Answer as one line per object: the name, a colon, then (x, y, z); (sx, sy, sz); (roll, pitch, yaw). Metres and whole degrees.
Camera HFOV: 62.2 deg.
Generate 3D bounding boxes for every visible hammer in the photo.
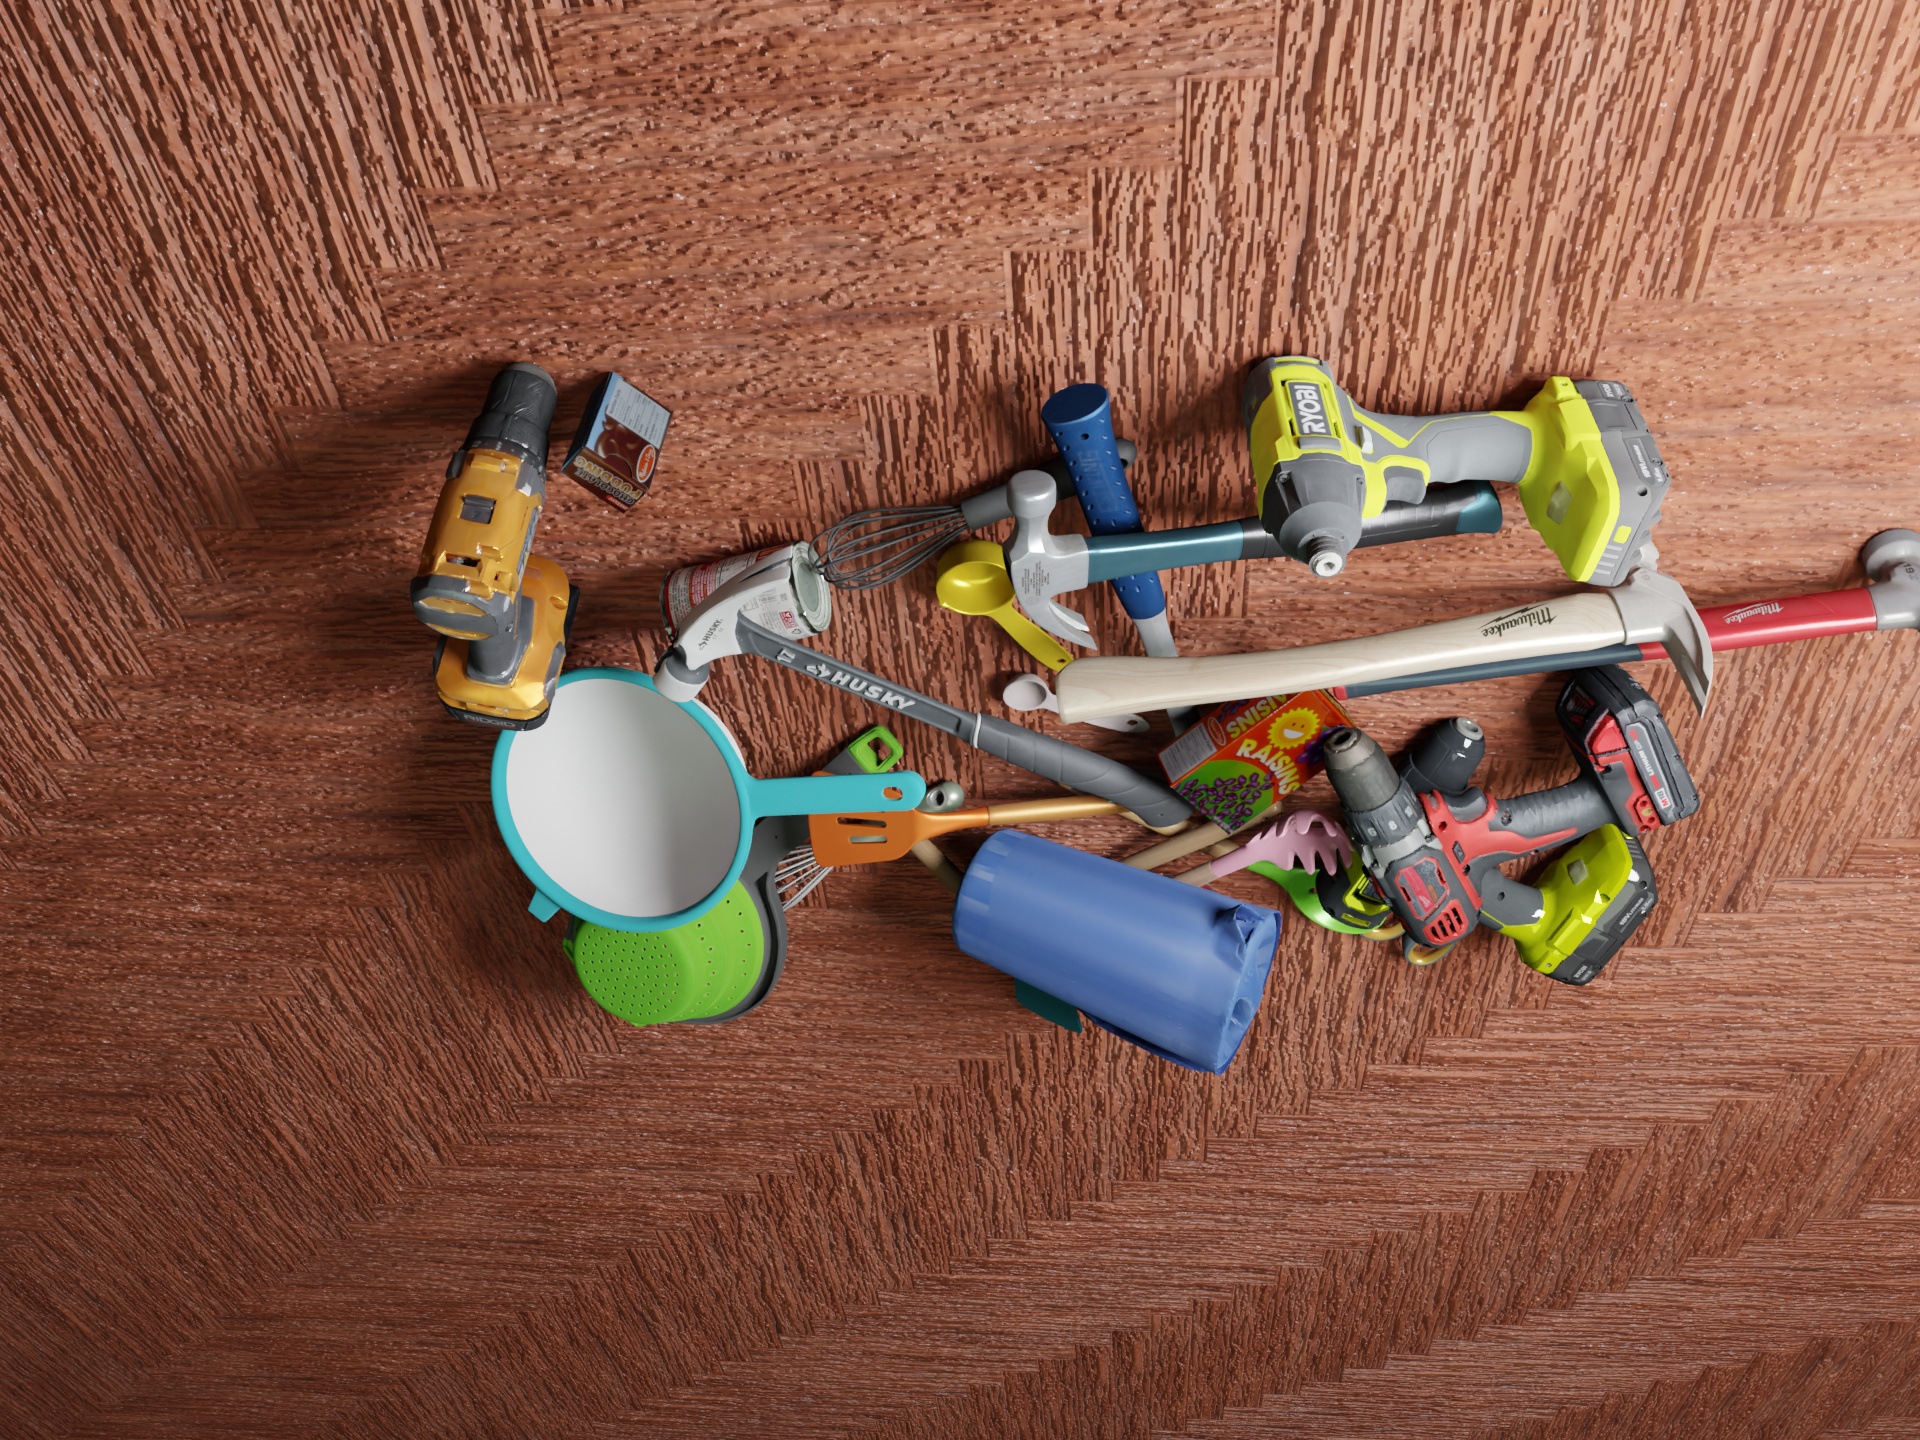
hammer: (0.126, -0.067, 1.102); (0.144, 0.035, 0.405); (-12, 139, 14)
hammer: (0.189, -0.118, 1.011); (0.331, 0.033, 0.128); (-8, 134, -9)
hammer: (0.268, -0.035, 1.041); (0.410, 0.146, 0.038); (-8, 134, 6)
hammer: (-0.002, -0.004, 1.128); (0.408, 0.036, 0.149); (21, 136, -23)
hammer: (0.445, -0.043, 1.065); (0.386, 0.143, 0.038); (-8, 131, 19)

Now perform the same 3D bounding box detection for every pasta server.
pasta server: (0.187, 0.135, 1.288); (0.060, 0.040, 0.316); (34, 138, -24)

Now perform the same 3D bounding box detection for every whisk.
whisk: (-0.098, 0.106, 1.334); (0.246, 0.058, 0.059); (-27, 163, 26)
whisk: (0.005, -0.140, 1.061); (0.239, 0.055, 0.055); (-19, 132, 18)

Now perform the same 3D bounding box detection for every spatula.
spatula: (0.043, 0.069, 1.252); (0.322, 0.041, 0.081); (-5, 108, -9)
spatula: (0.017, 0.173, 1.365); (0.082, 0.044, 0.317); (19, 158, 44)

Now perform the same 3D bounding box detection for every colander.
colander: (-0.199, 0.139, 1.296); (0.397, 0.094, 0.204); (-40, 94, 26)

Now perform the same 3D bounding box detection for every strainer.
strainer: (-0.184, 0.046, 1.210); (0.340, 0.095, 0.211); (-3, 107, 14)

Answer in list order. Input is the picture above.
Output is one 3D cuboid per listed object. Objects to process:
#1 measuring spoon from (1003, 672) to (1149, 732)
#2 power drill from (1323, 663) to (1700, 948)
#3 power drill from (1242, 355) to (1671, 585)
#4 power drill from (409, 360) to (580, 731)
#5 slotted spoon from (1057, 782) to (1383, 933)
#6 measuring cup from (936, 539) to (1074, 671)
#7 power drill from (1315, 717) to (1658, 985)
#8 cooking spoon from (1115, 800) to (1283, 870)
measuring spoon: (0.089, -0.013, 1.210); (0.124, 0.018, 0.034); (15, 136, -20)
power drill: (0.382, 0.044, 1.132); (0.226, 0.080, 0.187); (-30, 114, 11)
power drill: (0.286, -0.143, 0.941); (0.223, 0.171, 0.080); (2, 137, -2)
power drill: (-0.302, -0.110, 1.055); (0.084, 0.185, 0.226); (10, 156, -6)
slotted spoon: (0.217, 0.104, 1.310); (0.313, 0.031, 0.070); (24, 133, -16)
measuring cup: (0.039, -0.080, 1.140); (0.062, 0.029, 0.156); (-23, 142, 26)
power drill: (0.419, 0.105, 1.245); (0.228, 0.080, 0.190); (20, 122, -9)
cooking spoon: (0.136, 0.122, 1.320); (0.068, 0.017, 0.319); (32, 138, -31)
